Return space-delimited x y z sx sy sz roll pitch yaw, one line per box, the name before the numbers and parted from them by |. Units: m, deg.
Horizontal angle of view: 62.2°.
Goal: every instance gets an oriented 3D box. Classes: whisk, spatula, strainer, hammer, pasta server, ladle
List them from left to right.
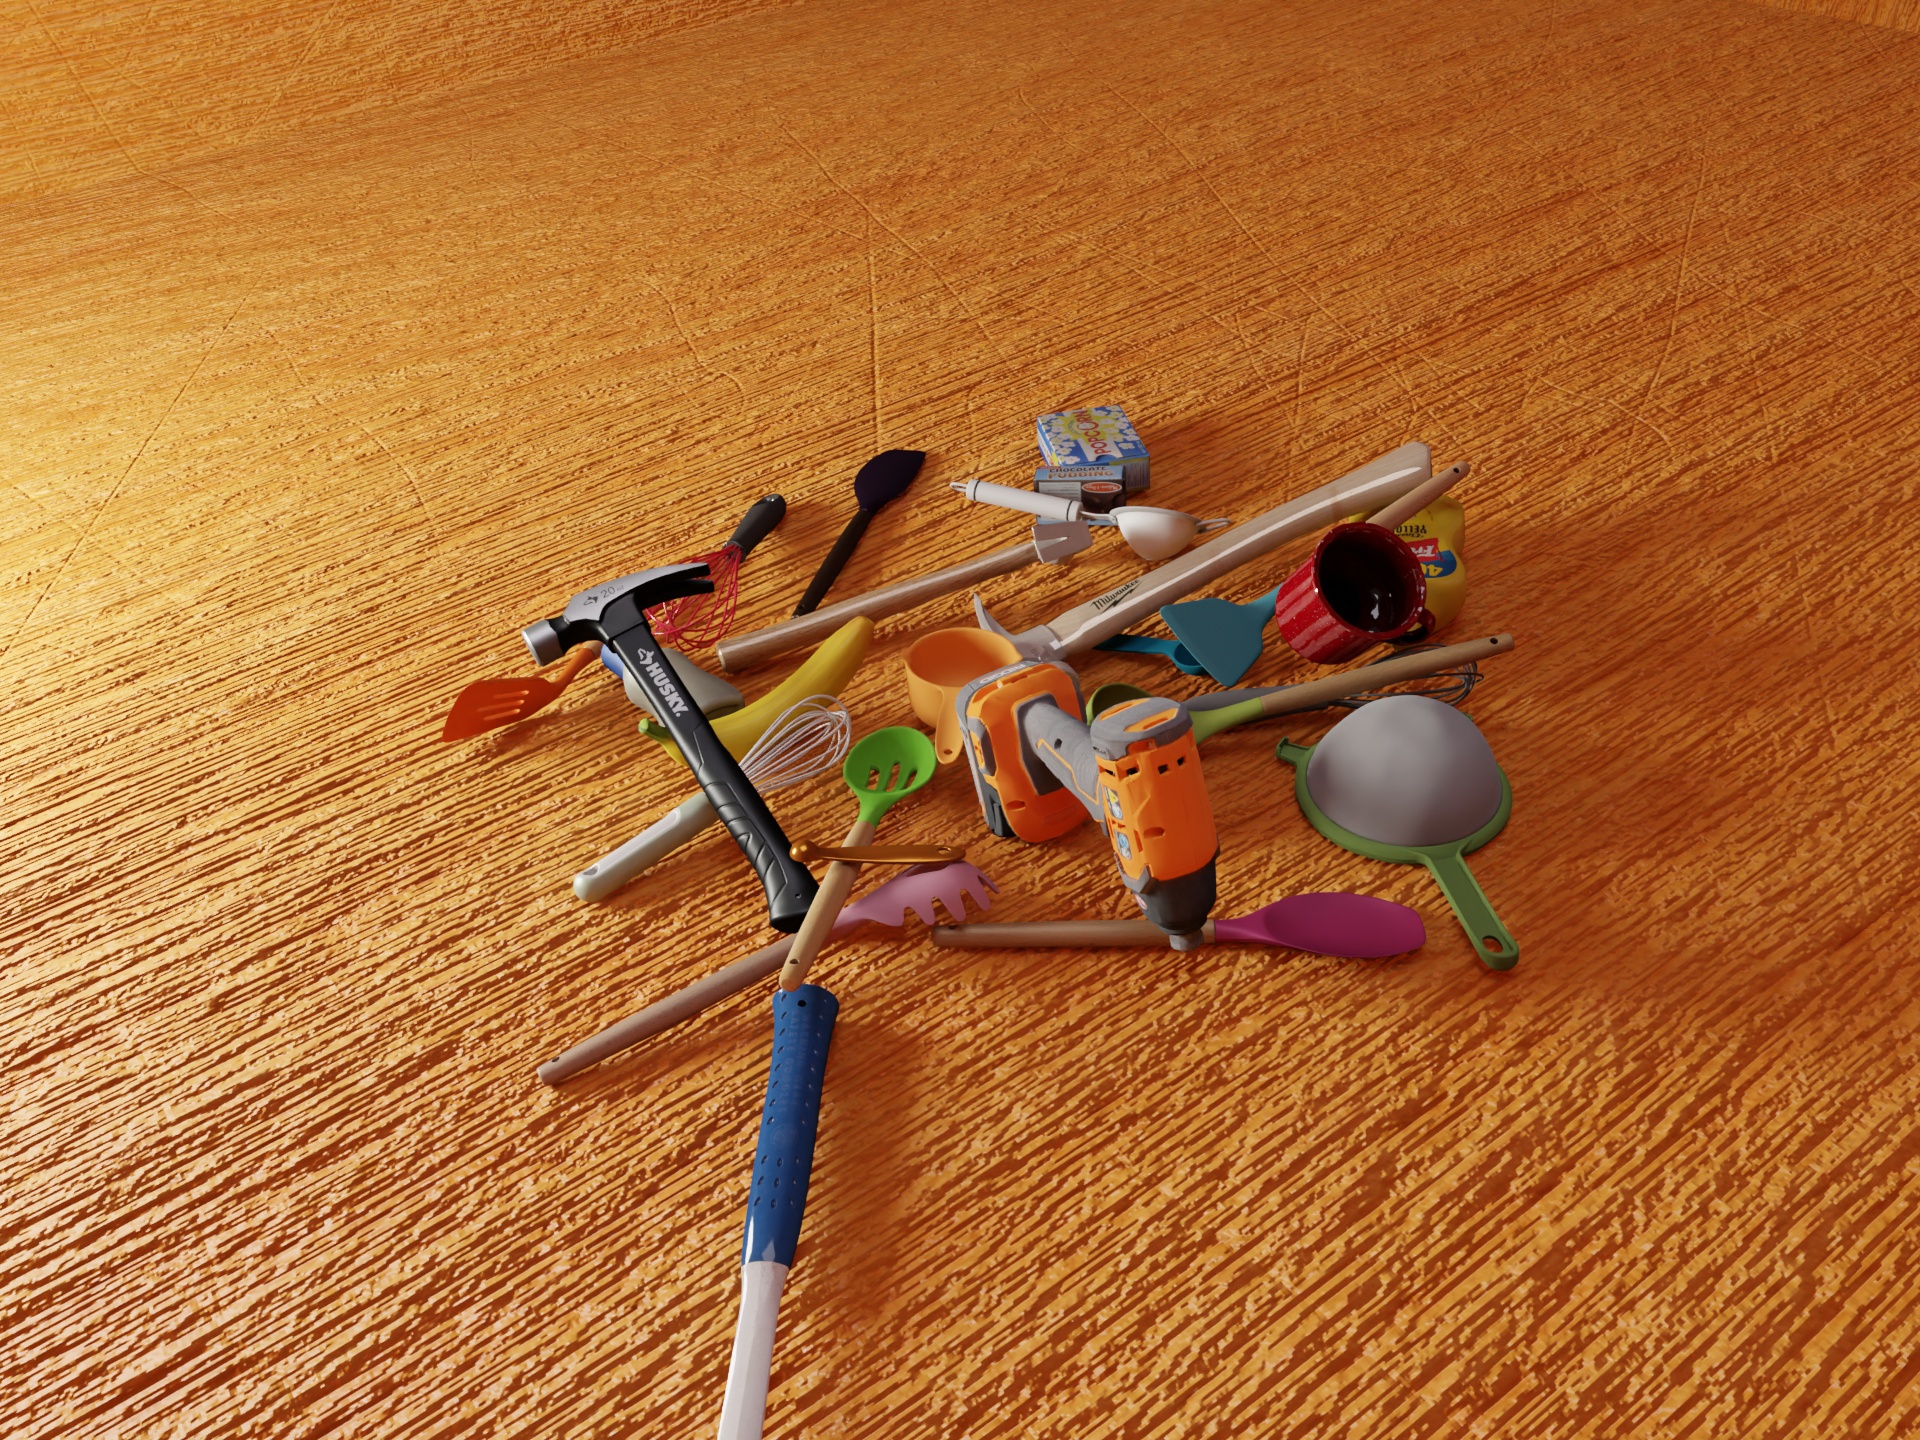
spatula | -0.307 -0.074 1.345 0.041 0.081 0.323 40 44 1
hammer | -0.180 0.018 1.143 0.146 0.035 0.335 -29 61 -15
whisk | -0.177 0.057 1.162 0.246 0.059 0.058 -35 28 -26
whisk | -0.205 -0.139 1.401 0.073 0.073 0.296 3 30 11
pasta server | -0.121 0.162 1.030 0.316 0.040 0.060 -26 16 -15
hammer | -0.099 0.303 0.847 0.144 0.035 0.406 -2 38 5
spatula | -0.100 -0.177 1.474 0.060 0.018 0.316 5 38 15
hammer | -0.044 -0.105 1.332 0.331 0.031 0.130 -20 1 -8
strainer | 0.109 -0.182 1.416 0.258 0.086 0.050 15 85 18
hammer | 0.211 -0.140 1.324 0.410 0.038 0.146 -26 40 -11
ladle | 0.246 -0.023 1.162 0.320 0.062 0.078 -15 58 4
whisk | 0.275 -0.019 1.205 0.239 0.055 0.055 -8 38 3
spatula | 0.298 -0.130 1.274 0.317 0.044 0.082 -34 73 -17
strainer | 0.321 0.058 1.079 0.151 0.069 0.257 -8 36 -4

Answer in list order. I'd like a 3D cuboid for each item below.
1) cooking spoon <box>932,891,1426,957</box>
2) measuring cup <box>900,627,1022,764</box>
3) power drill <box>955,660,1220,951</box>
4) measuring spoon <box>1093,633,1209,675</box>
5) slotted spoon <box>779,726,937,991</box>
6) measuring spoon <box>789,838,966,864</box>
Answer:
cooking spoon | 0.140 0.138 1.041 0.319 0.017 0.069 -1 30 5
measuring cup | -0.002 -0.004 1.209 0.095 0.052 0.174 1 37 5
power drill | 0.089 0.053 1.049 0.084 0.164 0.227 -22 21 -21
measuring spoon | 0.155 -0.054 1.292 0.129 0.021 0.042 8 44 31
slotted spoon | -0.074 0.088 1.081 0.070 0.031 0.314 2 27 11
measuring spoon | -0.054 0.085 1.049 0.117 0.011 0.021 1 29 -6
